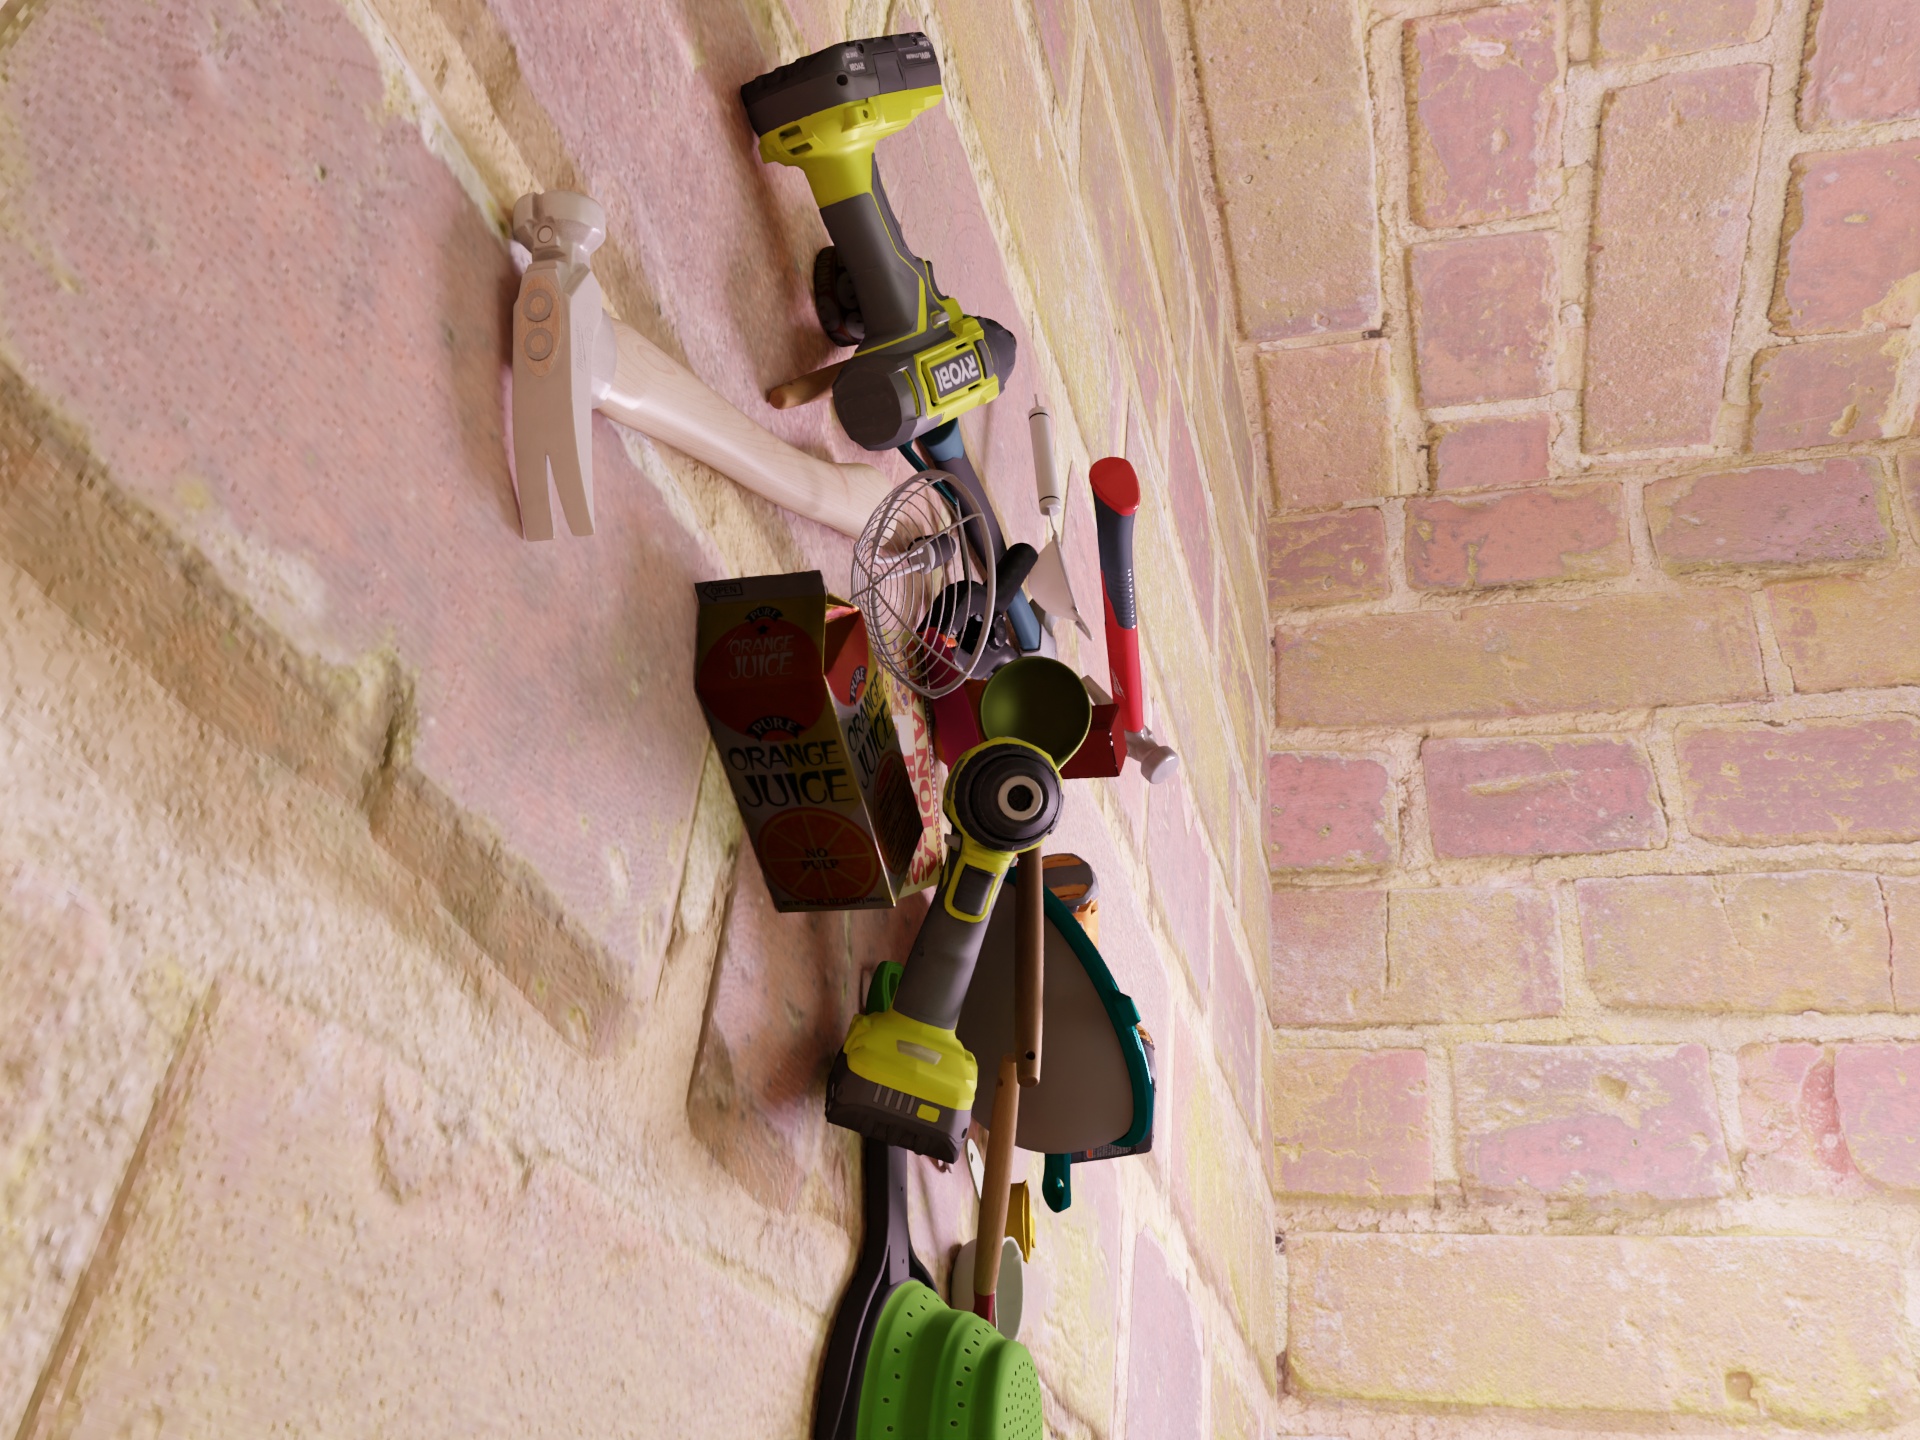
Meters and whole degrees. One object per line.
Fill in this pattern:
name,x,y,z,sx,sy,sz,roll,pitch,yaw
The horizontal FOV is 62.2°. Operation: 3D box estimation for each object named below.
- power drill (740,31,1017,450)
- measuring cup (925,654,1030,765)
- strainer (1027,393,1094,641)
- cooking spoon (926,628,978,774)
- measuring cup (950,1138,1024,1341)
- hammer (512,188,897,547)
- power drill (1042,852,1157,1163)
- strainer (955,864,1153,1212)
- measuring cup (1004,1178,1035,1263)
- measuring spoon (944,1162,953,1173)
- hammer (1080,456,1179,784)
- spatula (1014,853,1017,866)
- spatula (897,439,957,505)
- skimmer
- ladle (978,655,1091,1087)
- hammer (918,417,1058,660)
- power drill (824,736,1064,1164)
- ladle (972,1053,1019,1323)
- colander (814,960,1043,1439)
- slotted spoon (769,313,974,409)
power drill,-0.038,-0.294,0.978,0.171,0.080,0.223,-39,116,-50
measuring cup,-0.002,-0.004,1.135,0.173,0.095,0.052,29,61,-48
strainer,0.076,-0.177,1.375,0.086,0.050,0.259,65,18,-62
cooking spoon,0.003,0.073,1.125,0.069,0.017,0.318,-129,-156,-49
measuring cup,0.009,0.364,1.112,0.083,0.038,0.167,-57,137,-64
hammer,-0.114,-0.134,0.849,0.410,0.038,0.146,14,73,-72
power drill,0.098,0.247,1.294,0.226,0.084,0.185,-102,-174,-49
strainer,0.035,0.257,1.108,0.211,0.095,0.340,46,-30,42
measuring cup,0.043,0.399,1.249,0.156,0.029,0.062,76,13,-66
measuring spoon,-0.022,0.279,1.081,0.124,0.018,0.034,76,5,-48
hammer,0.133,-0.096,1.411,0.143,0.038,0.385,48,-17,33
spatula,0.047,0.096,1.338,0.322,0.041,0.081,-48,133,-73
spatula,-0.016,-0.247,1.187,0.082,0.044,0.318,47,30,-19
skimmer,-0.005,-0.098,1.021,0.363,0.090,0.127,-54,148,-78
ladle,0.046,0.084,1.006,0.320,0.078,0.062,-87,-174,-45
hammer,0.029,-0.136,1.324,0.330,0.033,0.128,61,28,-53
power drill,-0.002,0.118,0.880,0.190,0.080,0.228,147,-38,-86
ladle,0.019,0.345,1.021,0.031,0.069,0.315,-12,120,-31
colander,-0.009,0.344,0.957,0.204,0.094,0.397,31,56,-69
slotted spoon,-0.053,-0.239,1.062,0.314,0.070,0.031,-44,142,-61
